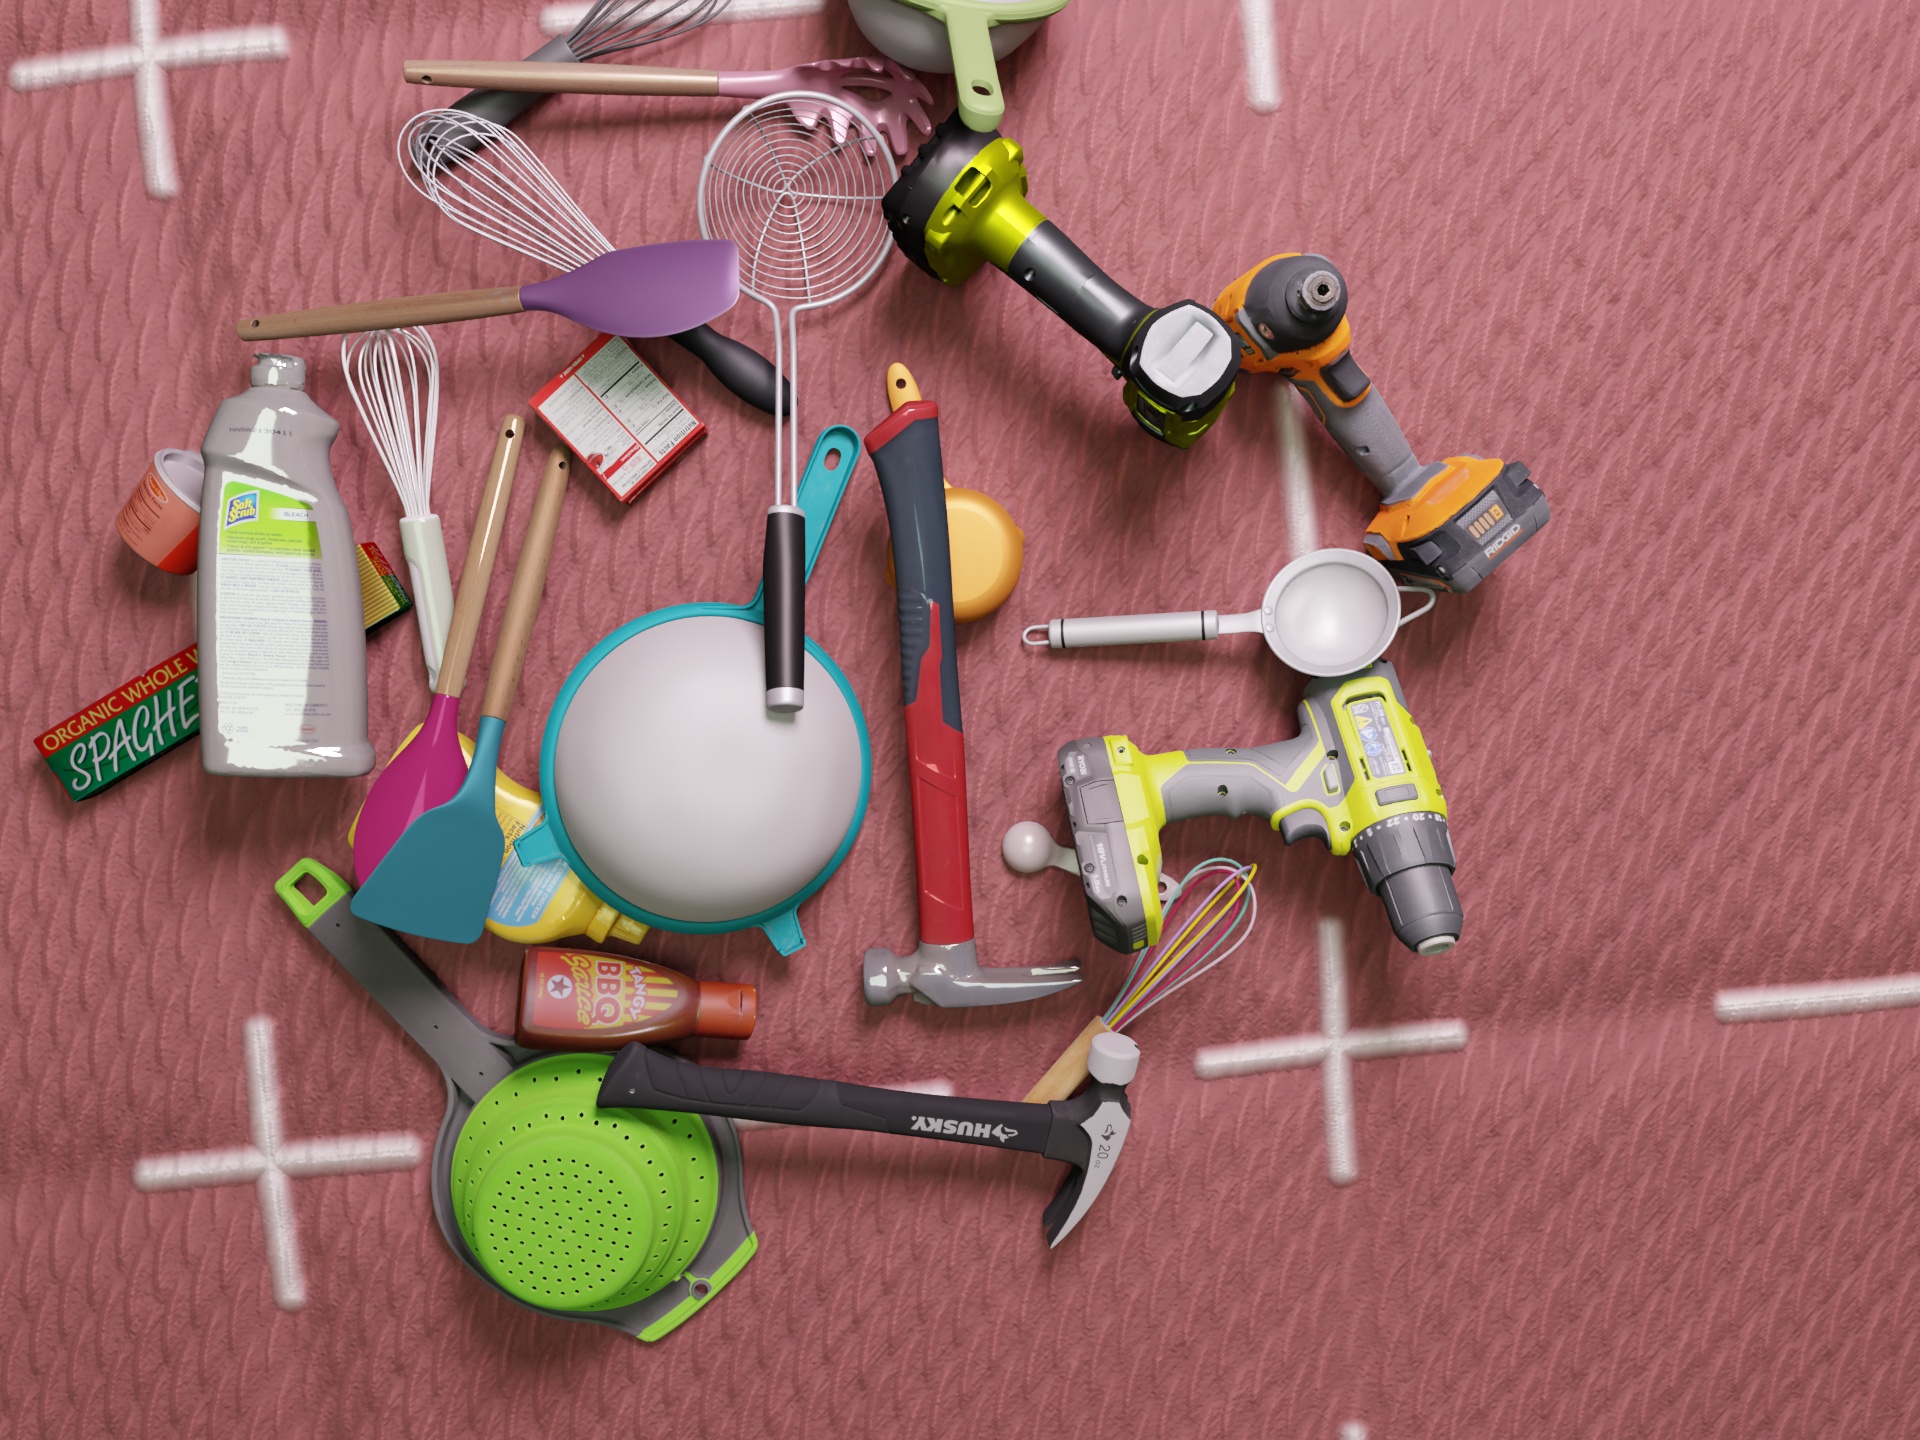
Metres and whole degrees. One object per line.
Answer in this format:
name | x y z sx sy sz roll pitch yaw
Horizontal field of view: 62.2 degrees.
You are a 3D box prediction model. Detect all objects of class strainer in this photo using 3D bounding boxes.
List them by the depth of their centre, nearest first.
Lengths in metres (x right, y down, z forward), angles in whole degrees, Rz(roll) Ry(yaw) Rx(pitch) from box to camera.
strainer | -0.005 -0.394 0.926 0.151 0.257 0.069 4 139 -13
strainer | -0.123 -0.027 0.975 0.211 0.095 0.340 22 86 -17
strainer | 0.167 -0.062 1.013 0.258 0.050 0.087 -3 69 11

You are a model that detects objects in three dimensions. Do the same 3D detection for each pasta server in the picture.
pasta server | -0.175 -0.385 0.969 0.316 0.060 0.040 -1 55 -9

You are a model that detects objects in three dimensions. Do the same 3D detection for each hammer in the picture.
hammer | -0.002 -0.003 0.989 0.143 0.038 0.386 -3 106 1
hammer | -0.061 0.251 1.010 0.334 0.035 0.146 8 108 -8

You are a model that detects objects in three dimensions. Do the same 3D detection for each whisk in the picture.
whisk | -0.218 -0.280 0.986 0.284 0.070 0.070 35 93 -13
whisk | -0.240 -0.412 0.987 0.239 0.055 0.055 -31 95 6
whisk | -0.345 -0.135 1.006 0.059 0.058 0.246 -13 101 -35
whisk | 0.110 0.184 1.040 0.051 0.047 0.245 37 98 -26

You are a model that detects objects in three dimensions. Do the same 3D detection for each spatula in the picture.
spatula | -0.285 -0.247 0.949 0.316 0.018 0.060 -3 78 9
spatula | -0.289 -0.024 0.982 0.082 0.044 0.318 23 69 -35

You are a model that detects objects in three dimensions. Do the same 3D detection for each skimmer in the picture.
skimmer | -0.096 -0.190 0.943 0.127 0.090 0.363 5 75 -23

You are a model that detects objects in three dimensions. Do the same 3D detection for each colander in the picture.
colander | -0.301 0.246 1.013 0.204 0.094 0.397 -42 94 2

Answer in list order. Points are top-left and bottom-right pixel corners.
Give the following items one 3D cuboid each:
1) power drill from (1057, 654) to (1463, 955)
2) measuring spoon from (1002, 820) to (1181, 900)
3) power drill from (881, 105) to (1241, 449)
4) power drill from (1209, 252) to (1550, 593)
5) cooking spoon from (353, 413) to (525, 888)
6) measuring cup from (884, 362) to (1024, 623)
power drill | 0.186 0.069 0.983 0.228 0.080 0.191 -12 61 2
measuring spoon | 0.088 0.097 1.046 0.124 0.018 0.034 17 94 -3
power drill | 0.067 -0.251 0.952 0.223 0.171 0.080 41 93 5
power drill | 0.246 -0.183 0.955 0.084 0.164 0.226 -42 96 2
cooking spoon | -0.314 -0.040 0.991 0.068 0.017 0.319 12 80 -8
measuring cup | -0.016 -0.144 1.006 0.095 0.052 0.173 -17 97 0
